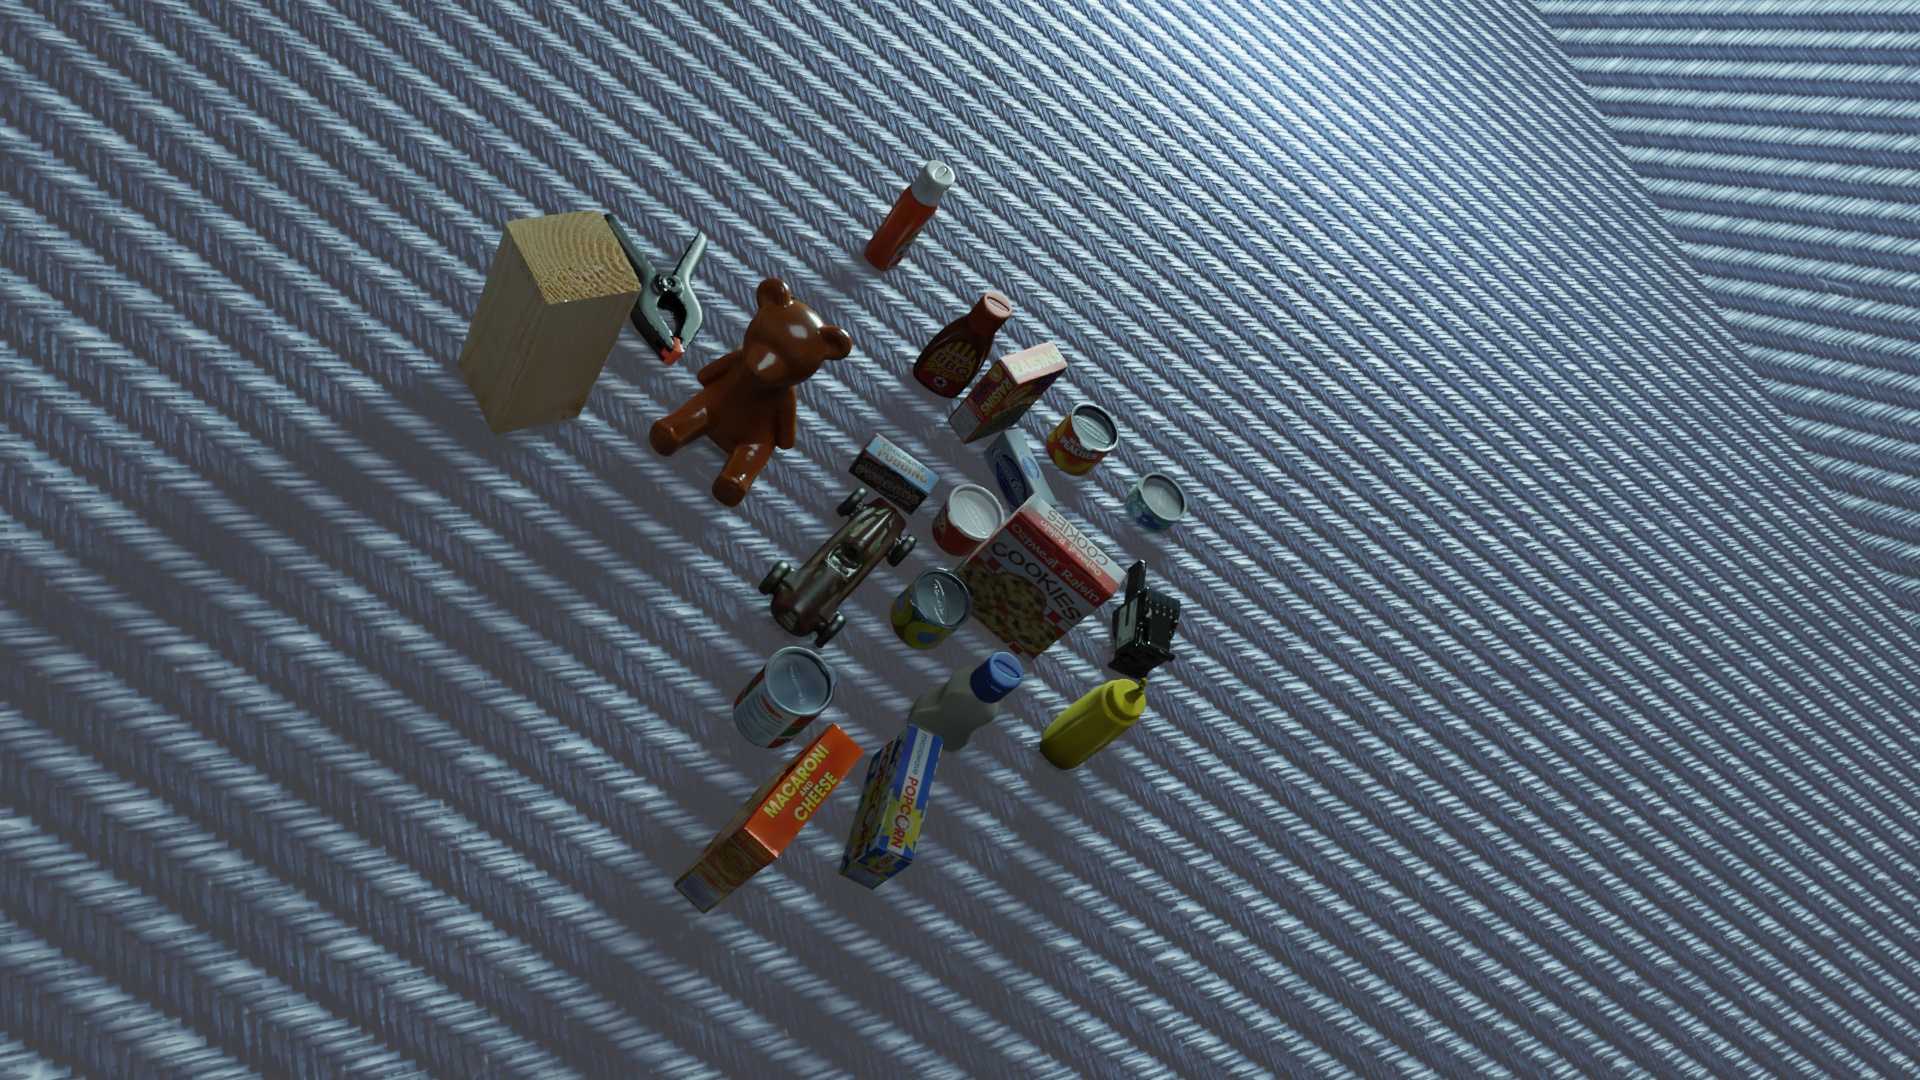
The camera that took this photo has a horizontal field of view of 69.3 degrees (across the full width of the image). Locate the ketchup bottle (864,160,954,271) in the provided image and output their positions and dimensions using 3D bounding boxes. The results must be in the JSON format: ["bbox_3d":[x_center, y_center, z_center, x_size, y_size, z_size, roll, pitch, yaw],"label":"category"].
[{"bbox_3d":[-0.057,-0.374,1.592,0.043,0.148,0.065,41,49,-4],"label":"ketchup bottle"}]

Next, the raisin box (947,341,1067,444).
[{"bbox_3d":[0.052,-0.165,1.546,0.086,0.122,0.040,-23,76,-39],"label":"raisin box"}]

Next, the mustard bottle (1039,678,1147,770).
[{"bbox_3d":[0.138,0.174,1.364,0.049,0.159,0.066,43,49,-2],"label":"mustard bottle"}]

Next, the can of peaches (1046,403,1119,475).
[{"bbox_3d":[0.141,-0.116,1.613,0.071,0.057,0.071,16,55,-23],"label":"can of peaches"}]

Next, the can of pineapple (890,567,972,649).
[{"bbox_3d":[-0.032,0.069,1.393,0.071,0.057,0.071,16,55,-23],"label":"can of pineapple"}]

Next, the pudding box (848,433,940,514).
[{"bbox_3d":[-0.070,-0.070,1.461,0.083,0.049,0.030,35,50,-8],"label":"pudding box"}]

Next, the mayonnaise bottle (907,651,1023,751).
[{"bbox_3d":[0.008,0.150,1.307,0.065,0.147,0.041,33,50,-10],"label":"mayonnaise bottle"}]

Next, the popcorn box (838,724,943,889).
[{"bbox_3d":[-0.062,0.239,1.250,0.038,0.084,0.127,27,51,-15],"label":"popcorn box"}]

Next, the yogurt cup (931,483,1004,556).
[{"bbox_3d":[0.005,-0.018,1.472,0.072,0.053,0.073,16,55,-23],"label":"yogurt cup"}]

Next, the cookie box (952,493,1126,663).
[{"bbox_3d":[0.071,0.042,1.400,0.123,0.166,0.040,41,49,-4],"label":"cookie box"}]

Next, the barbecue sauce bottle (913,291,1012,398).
[{"bbox_3d":[0.006,-0.218,1.534,0.065,0.147,0.044,30,51,-13],"label":"barbecue sauce bottle"}]

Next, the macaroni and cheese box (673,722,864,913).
[{"bbox_3d":[-0.159,0.229,1.142,0.040,0.165,0.124,43,49,-2],"label":"macaroni and cheese box"}]

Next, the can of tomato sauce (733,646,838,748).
[{"bbox_3d":[-0.159,0.142,1.252,0.071,0.082,0.071,16,55,-23],"label":"can of tomato sauce"}]

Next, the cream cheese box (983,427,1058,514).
[{"bbox_3d":[0.065,-0.068,1.541,0.024,0.053,0.104,-12,69,-36],"label":"cream cheese box"}]

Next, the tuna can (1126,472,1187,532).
[{"bbox_3d":[0.230,-0.046,1.641,0.071,0.032,0.071,15,55,-23],"label":"tuna can"}]
